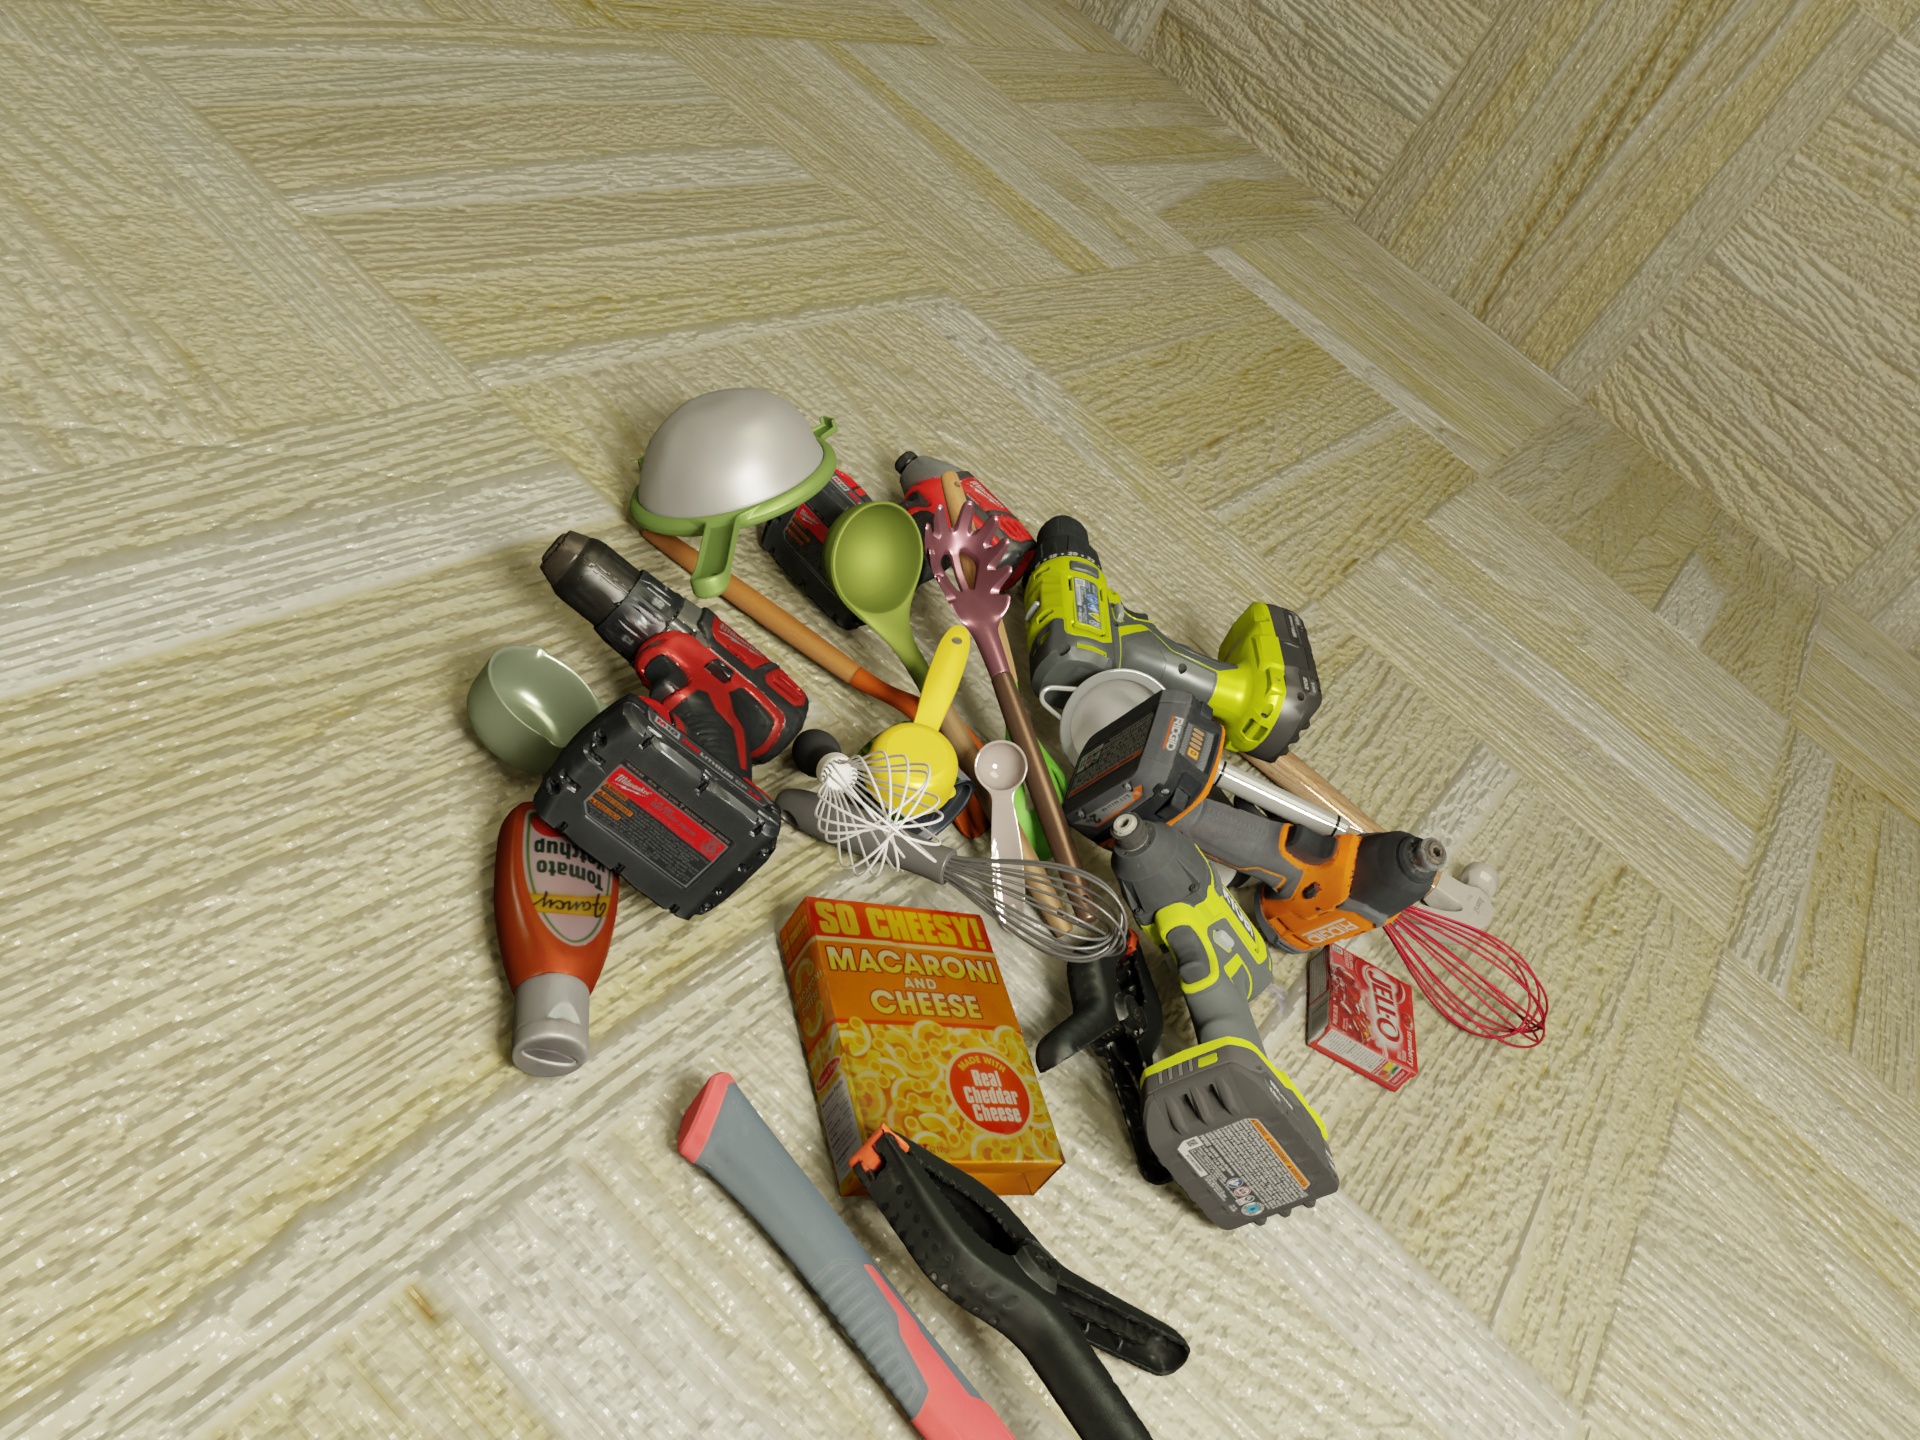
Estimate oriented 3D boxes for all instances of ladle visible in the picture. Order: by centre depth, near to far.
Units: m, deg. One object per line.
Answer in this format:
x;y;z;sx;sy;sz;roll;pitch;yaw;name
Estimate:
-0.002;-0.003;1.058;0.078;0.062;0.320;-20;75;-36;ladle

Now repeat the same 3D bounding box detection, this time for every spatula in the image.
-0.096;-0.038;1.108;0.323;0.041;0.081;35;35;9;spatula

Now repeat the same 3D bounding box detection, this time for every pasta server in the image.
0.038;-0.010;1.080;0.060;0.040;0.316;-9;63;-19;pasta server

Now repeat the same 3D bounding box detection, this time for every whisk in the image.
-0.064;0.036;0.911;0.070;0.070;0.285;23;1;-16;whisk
-0.009;0.086;0.951;0.239;0.055;0.055;20;30;20;whisk
0.319;0.143;1.173;0.296;0.073;0.073;38;34;-3;whisk

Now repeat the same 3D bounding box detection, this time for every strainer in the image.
-0.165;-0.165;1.072;0.151;0.069;0.257;-11;31;4;strainer
0.174;0.034;1.140;0.258;0.087;0.050;26;8;1;strainer

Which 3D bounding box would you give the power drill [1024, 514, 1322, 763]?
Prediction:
0.155;-0.067;1.240;0.228;0.080;0.191;18;41;-16;power drill

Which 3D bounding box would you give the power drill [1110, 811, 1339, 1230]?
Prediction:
0.146;0.170;0.953;0.171;0.080;0.223;52;20;-35;power drill

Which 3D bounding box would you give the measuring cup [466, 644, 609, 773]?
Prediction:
-0.217;0.010;0.946;0.167;0.038;0.083;25;31;-43;measuring cup

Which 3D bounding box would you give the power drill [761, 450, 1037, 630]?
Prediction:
-0.044;-0.152;1.242;0.143;0.078;0.219;47;33;15;power drill

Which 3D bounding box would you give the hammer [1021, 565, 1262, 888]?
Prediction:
0.154;-0.009;1.266;0.127;0.034;0.337;-6;51;-42;hammer

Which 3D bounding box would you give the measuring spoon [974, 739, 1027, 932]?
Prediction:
0.029;0.075;1.027;0.034;0.124;0.018;-4;-4;6;measuring spoon

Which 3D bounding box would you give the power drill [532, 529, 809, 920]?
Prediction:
-0.175;-0.011;0.909;0.187;0.080;0.227;41;19;-19;power drill

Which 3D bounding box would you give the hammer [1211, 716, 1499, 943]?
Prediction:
0.292;0.062;1.296;0.331;0.031;0.130;39;34;7;hammer

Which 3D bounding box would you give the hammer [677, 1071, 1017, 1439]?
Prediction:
0.004;0.317;0.747;0.386;0.038;0.143;47;35;18;hammer

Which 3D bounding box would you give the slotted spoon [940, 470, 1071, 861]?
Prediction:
0.025;-0.049;1.139;0.070;0.031;0.314;5;59;-36;slotted spoon

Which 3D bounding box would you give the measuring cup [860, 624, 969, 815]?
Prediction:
-0.017;-0.010;1.001;0.062;0.029;0.157;20;53;-2;measuring cup

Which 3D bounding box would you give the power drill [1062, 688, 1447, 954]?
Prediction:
0.200;0.072;1.059;0.226;0.164;0.084;30;59;-14;power drill
